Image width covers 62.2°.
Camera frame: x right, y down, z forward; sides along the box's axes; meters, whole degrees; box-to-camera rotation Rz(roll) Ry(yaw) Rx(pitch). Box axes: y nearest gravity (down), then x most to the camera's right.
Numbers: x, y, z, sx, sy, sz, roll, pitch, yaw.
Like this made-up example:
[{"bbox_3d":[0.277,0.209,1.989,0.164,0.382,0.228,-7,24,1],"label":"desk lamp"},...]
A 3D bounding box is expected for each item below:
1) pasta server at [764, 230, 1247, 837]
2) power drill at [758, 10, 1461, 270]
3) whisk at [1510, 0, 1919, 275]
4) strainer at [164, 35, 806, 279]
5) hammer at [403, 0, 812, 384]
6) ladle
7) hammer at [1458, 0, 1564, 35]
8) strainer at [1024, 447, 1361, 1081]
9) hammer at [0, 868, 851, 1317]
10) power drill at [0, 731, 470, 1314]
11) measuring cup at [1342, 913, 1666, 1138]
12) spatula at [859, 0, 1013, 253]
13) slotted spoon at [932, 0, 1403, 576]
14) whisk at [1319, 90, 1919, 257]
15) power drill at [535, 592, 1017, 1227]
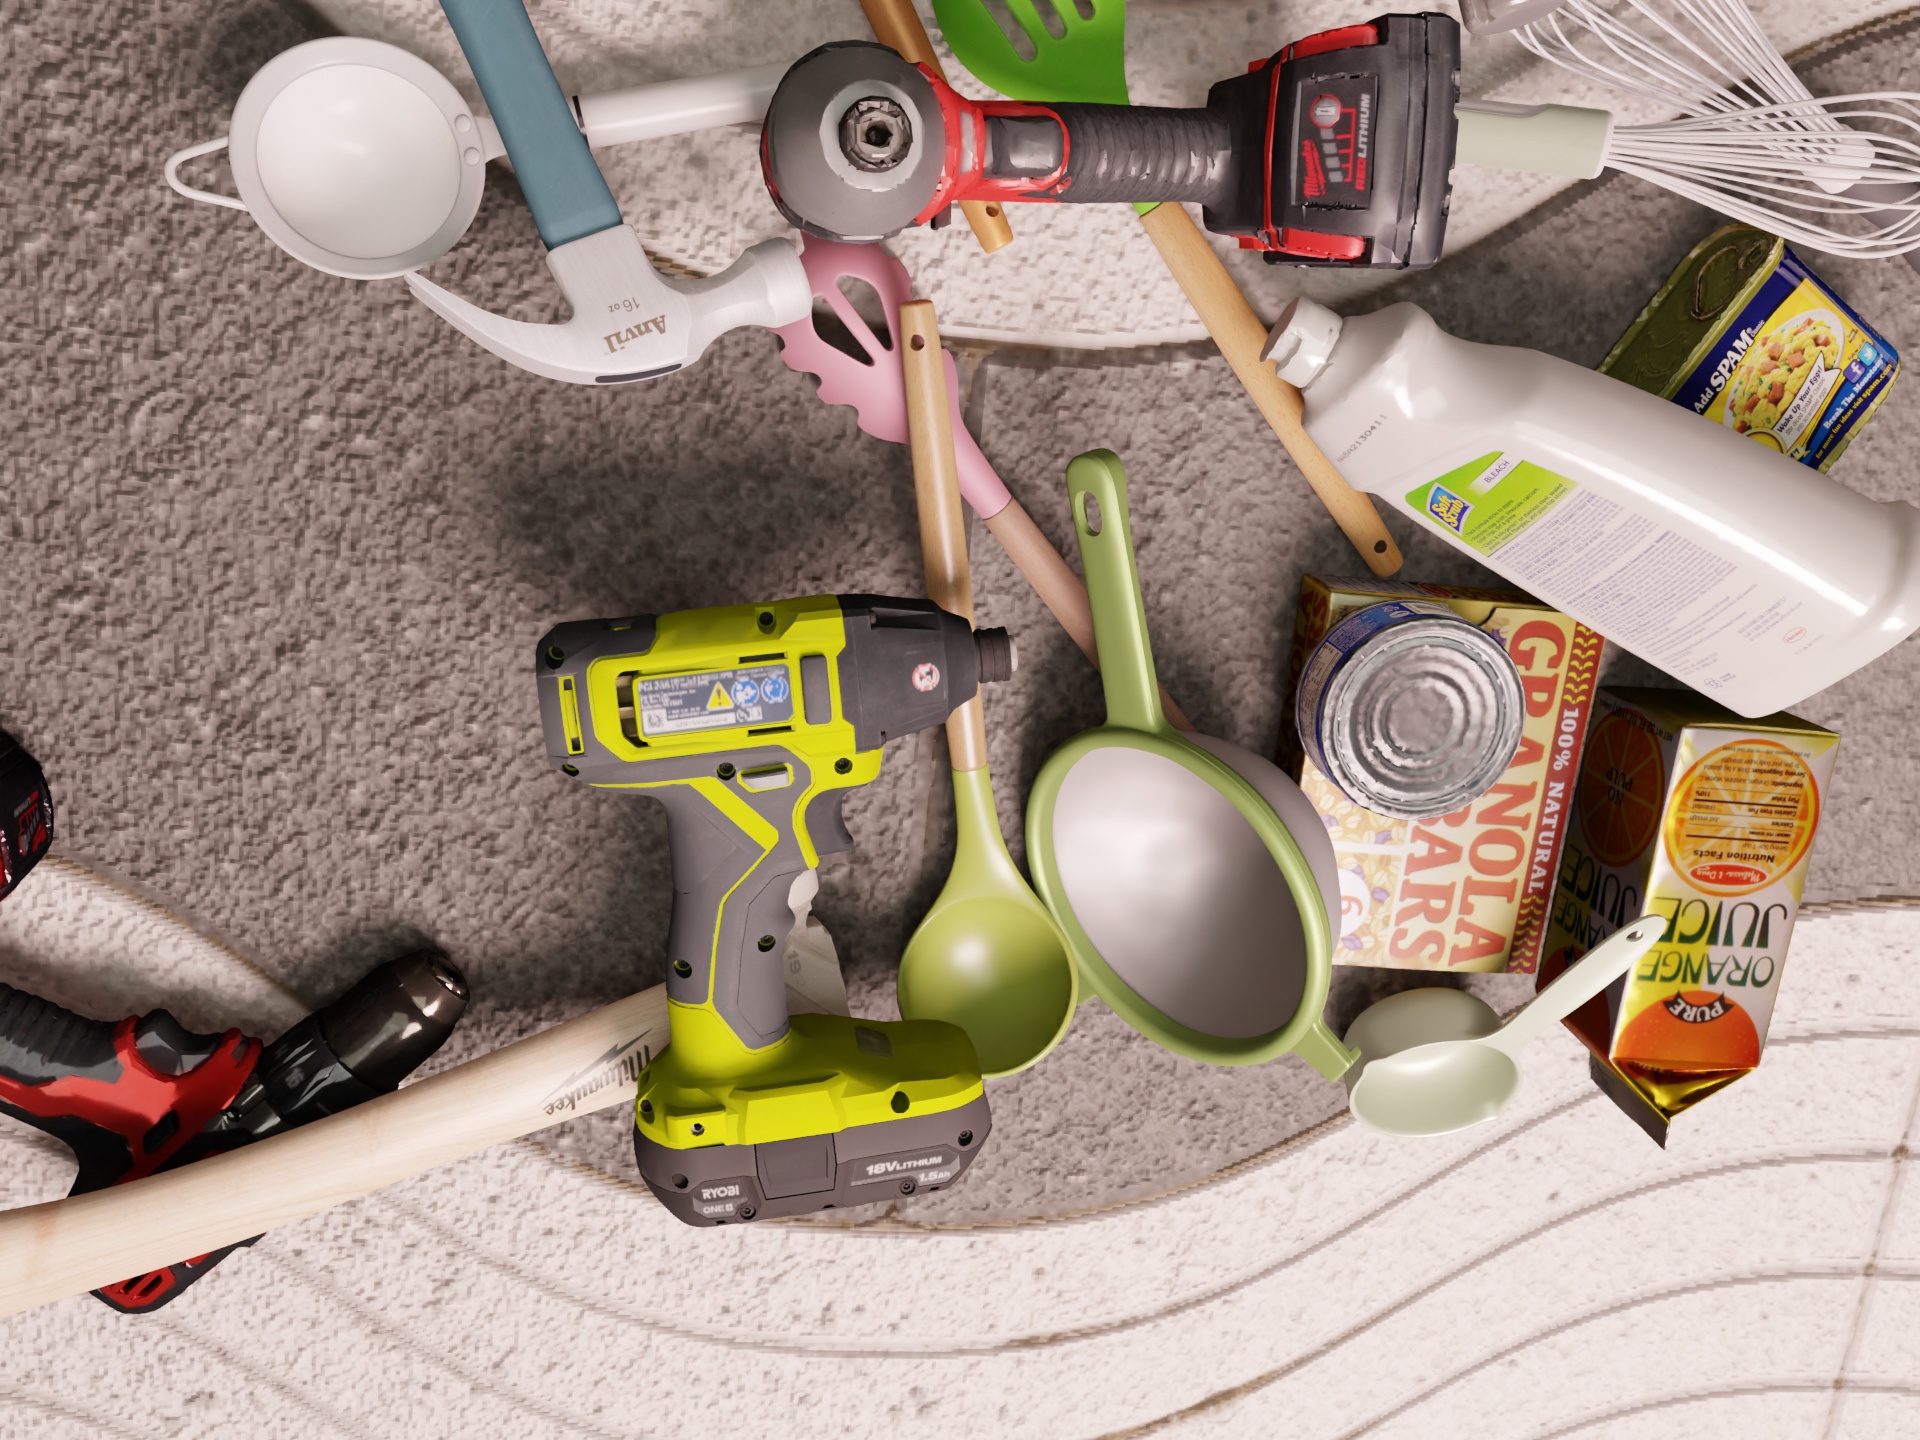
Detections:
[{"bbox_3d":[0.030,-0.068,0.654,0.060,0.040,0.316,-39,110,4],"label":"pasta server"},{"bbox_3d":[0.044,-0.191,0.532,0.219,0.143,0.078,-2,107,-8],"label":"power drill"},{"bbox_3d":[0.323,-0.240,0.627,0.284,0.070,0.070,26,101,-18],"label":"whisk"},{"bbox_3d":[-0.151,-0.216,0.585,0.258,0.050,0.087,-13,94,-9],"label":"strainer"},{"bbox_3d":[-0.174,-0.272,0.543,0.128,0.033,0.331,-25,96,-12],"label":"hammer"},{"bbox_3d":[-0.001,-0.002,0.632,0.078,0.062,0.320,-2,112,10],"label":"ladle"},{"bbox_3d":[0.297,-0.323,0.546,0.359,0.037,0.149,-14,96,-24],"label":"hammer"},{"bbox_3d":[0.091,0.012,0.638,0.069,0.151,0.256,-27,112,-38],"label":"strainer"},{"bbox_3d":[-0.237,0.178,0.628,0.410,0.038,0.146,-16,107,-18],"label":"hammer"},{"bbox_3d":[-0.332,0.108,0.634,0.188,0.080,0.226,-41,109,-2],"label":"power drill"},{"bbox_3d":[0.233,0.122,0.689,0.083,0.038,0.167,24,126,-24],"label":"measuring cup"},{"bbox_3d":[-0.052,-0.320,0.564,0.081,0.041,0.322,-34,107,-20],"label":"spatula"},{"bbox_3d":[0.093,-0.183,0.628,0.070,0.031,0.313,-35,107,6],"label":"slotted spoon"},{"bbox_3d":[0.250,-0.216,0.599,0.246,0.058,0.059,11,122,10],"label":"whisk"},{"bbox_3d":[-0.057,0.065,0.600,0.171,0.080,0.223,-6,103,-7],"label":"power drill"}]
